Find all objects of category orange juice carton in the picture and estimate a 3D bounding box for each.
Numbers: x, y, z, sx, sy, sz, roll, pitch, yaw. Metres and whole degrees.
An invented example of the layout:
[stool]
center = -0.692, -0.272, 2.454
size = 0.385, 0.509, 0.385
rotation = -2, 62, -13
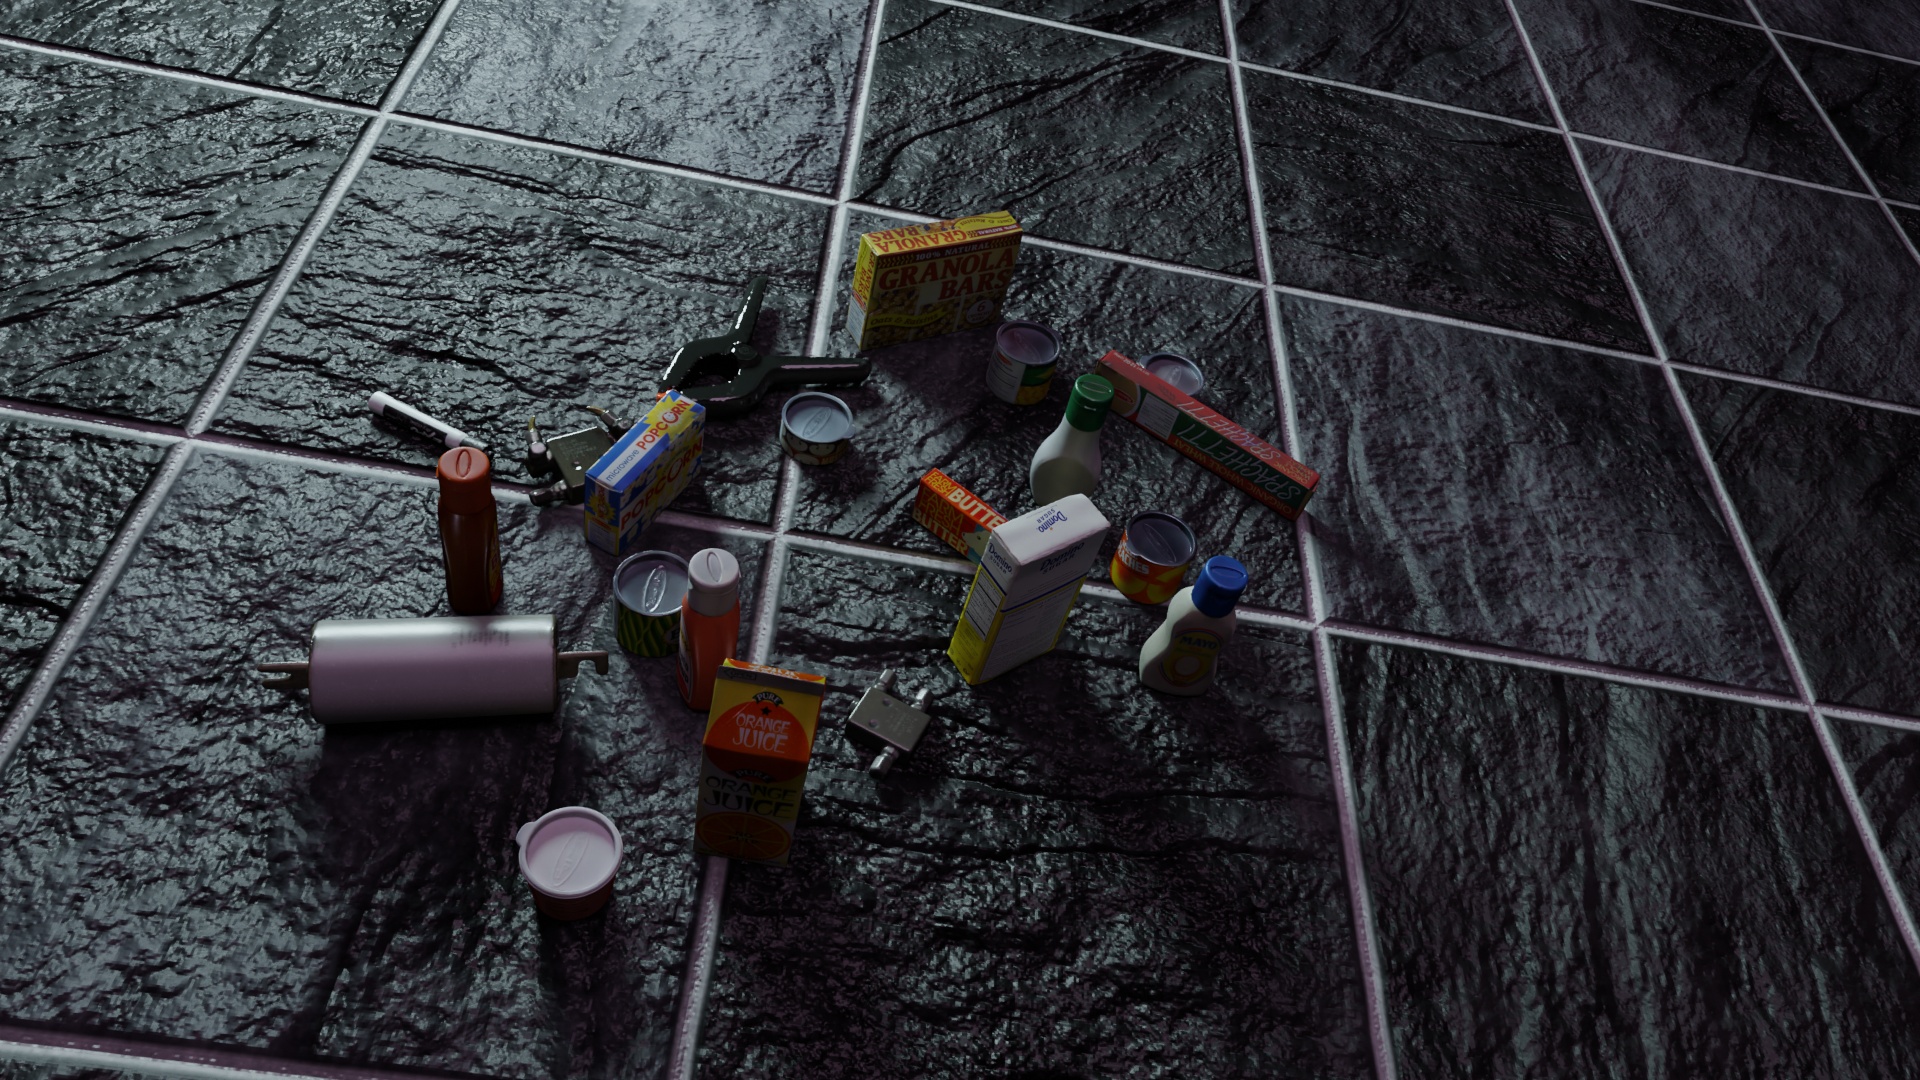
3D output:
[orange juice carton]
center = -0.140, 0.148, 0.971
size = 0.072, 0.191, 0.073
rotation = 11, 48, -5

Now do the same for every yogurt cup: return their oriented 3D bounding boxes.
[yogurt cup]
center = -0.269, 0.227, 0.961
size = 0.072, 0.053, 0.073
rotation = 7, 48, -8

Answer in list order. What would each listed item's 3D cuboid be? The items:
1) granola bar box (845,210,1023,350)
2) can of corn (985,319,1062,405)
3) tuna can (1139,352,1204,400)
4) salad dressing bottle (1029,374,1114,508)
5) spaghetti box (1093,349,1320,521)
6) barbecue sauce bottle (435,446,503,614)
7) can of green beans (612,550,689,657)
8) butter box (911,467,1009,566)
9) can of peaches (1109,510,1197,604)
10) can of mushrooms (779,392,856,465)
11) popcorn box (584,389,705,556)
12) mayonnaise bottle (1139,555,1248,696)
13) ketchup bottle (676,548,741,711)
[granola bar box]
center = -0.027, -0.262, 1.403
size = 0.166, 0.123, 0.039
rotation = -16, 56, -26
[can of corn]
center = 0.065, -0.179, 1.399
size = 0.071, 0.058, 0.071
rotation = 7, 48, -8
[tuna can]
center = 0.215, -0.163, 1.441
size = 0.071, 0.032, 0.071
rotation = 7, 48, -8
[salad dressing bottle]
center = 0.104, -0.087, 1.269
size = 0.064, 0.146, 0.044
rotation = 15, 48, -1
[spaghetti box]
center = 0.241, -0.105, 1.386
size = 0.250, 0.049, 0.029
rotation = 34, 50, 15
[barbecue sauce bottle]
center = -0.380, -0.009, 1.074
size = 0.044, 0.147, 0.065
rotation = 1, 50, -14
[can of green beans]
center = -0.246, 0.052, 1.117
size = 0.071, 0.057, 0.071
rotation = 7, 48, -8
[butter box]
center = 0.004, -0.016, 1.244
size = 0.103, 0.052, 0.024
rotation = 36, 51, 17
[can of peaches]
center = 0.172, 0.016, 1.257
size = 0.071, 0.057, 0.071
rotation = 7, 48, -8
[can of mushrooms]
center = -0.133, -0.103, 1.298
size = 0.071, 0.033, 0.071
rotation = 7, 48, -8
[popcorn box]
center = -0.270, -0.058, 1.188
size = 0.038, 0.084, 0.127
rotation = 27, 49, 9
[mayonnaise bottle]
center = 0.197, 0.072, 1.154
size = 0.065, 0.147, 0.041
rotation = 12, 48, -5
[ketchup bottle]
center = -0.191, 0.066, 1.058
size = 0.043, 0.148, 0.065
rotation = -6, 52, -19
